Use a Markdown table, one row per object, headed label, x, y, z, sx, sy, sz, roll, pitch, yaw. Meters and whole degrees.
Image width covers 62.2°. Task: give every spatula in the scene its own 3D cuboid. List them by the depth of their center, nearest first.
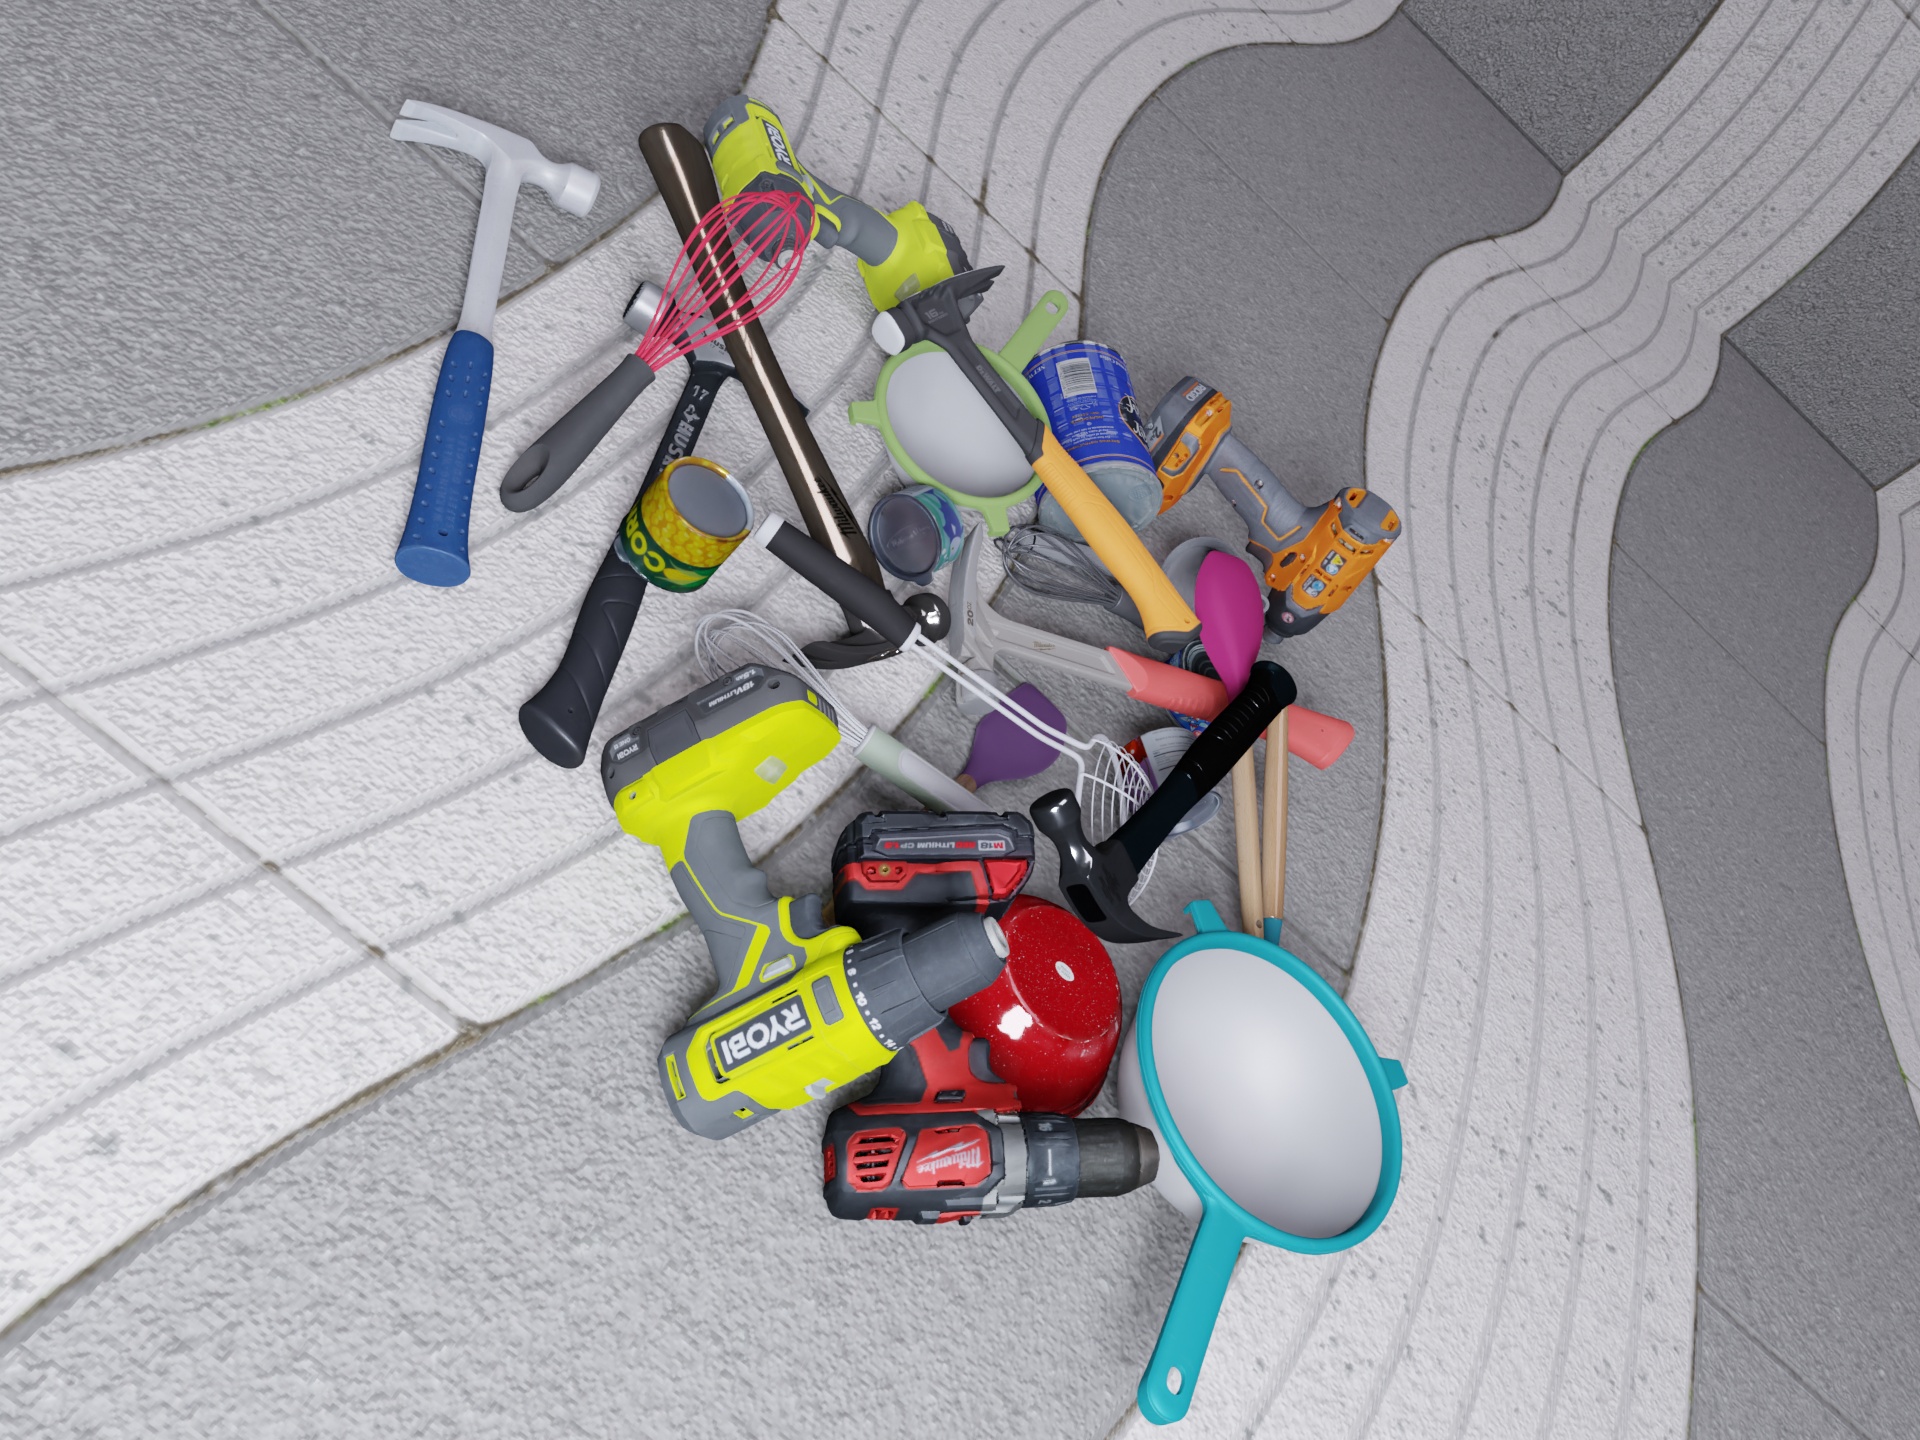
| label | x | y | z | sx | sy | sz | roll | pitch | yaw |
| --- | --- | --- | --- | --- | --- | --- | --- | --- | --- |
| spatula | -0.006 | 0.056 | 1.077 | 0.060 | 0.018 | 0.316 | 45 | 40 | 3 |
| spatula | 0.241 | 0.121 | 1.180 | 0.082 | 0.044 | 0.318 | 14 | 71 | -29 |

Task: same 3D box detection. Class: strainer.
| label | x | y | z | sx | sy | sz | roll | pitch | yaw |
| --- | --- | --- | --- | --- | --- | --- | --- | --- | --- |
| strainer | 0.151 | 0.286 | 0.980 | 0.211 | 0.095 | 0.340 | 40 | 44 | -6 |
| strainer | 0.015 | -0.255 | 1.271 | 0.151 | 0.069 | 0.256 | 38 | 55 | -7 |
| strainer | 0.143 | -0.127 | 1.327 | 0.258 | 0.050 | 0.087 | 12 | 96 | -27 |

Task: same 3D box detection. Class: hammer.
| label | x | y | z | sx | sy | sz | roll | pitch | yaw |
| --- | --- | --- | --- | --- | --- | --- | --- | --- | --- |
| hammer | -0.321 | -0.255 | 1.034 | 0.144 | 0.035 | 0.406 | 20 | 49 | -29 |
| hammer | -0.202 | -0.130 | 1.042 | 0.149 | 0.036 | 0.409 | 30 | 45 | -21 |
| hammer | 0.157 | 0.039 | 1.087 | 0.331 | 0.033 | 0.128 | -40 | 109 | -48 |
| hammer | -0.139 | -0.230 | 1.108 | 0.146 | 0.038 | 0.411 | -18 | 82 | -51 |
| hammer | 0.077 | -0.196 | 1.213 | 0.127 | 0.034 | 0.337 | -35 | 86 | -33 |
| hammer | 0.153 | -0.036 | 1.223 | 0.358 | 0.036 | 0.149 | 15 | 58 | -25 |

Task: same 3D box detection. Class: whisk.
| label | x | y | z | sx | sy | sz | roll | pitch | yaw |
| --- | --- | --- | --- | --- | --- | --- | --- | --- | --- |
| whisk | -0.068 | 0.008 | 1.026 | 0.246 | 0.059 | 0.058 | 36 | 54 | -11 |
| whisk | -0.195 | -0.243 | 1.034 | 0.073 | 0.073 | 0.296 | 41 | 73 | -8 |
| whisk | 0.122 | -0.100 | 1.288 | 0.238 | 0.055 | 0.055 | 23 | 47 | -33 |

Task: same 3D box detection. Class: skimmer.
| label | x | y | z | sx | sy | sz | roll | pitch | yaw |
| --- | --- | --- | --- | --- | --- | --- | --- | --- | --- |
| skimmer | -0.002 | -0.003 | 1.073 | 0.363 | 0.090 | 0.127 | 37 | 40 | -12 |

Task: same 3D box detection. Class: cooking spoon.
| label | x | y | z | sx | sy | sz | roll | pitch | yaw |
| --- | --- | --- | --- | --- | --- | --- | --- | --- | --- |
| cooking spoon | 0.212 | 0.014 | 1.200 | 0.068 | 0.017 | 0.319 | 13 | 64 | -27 |

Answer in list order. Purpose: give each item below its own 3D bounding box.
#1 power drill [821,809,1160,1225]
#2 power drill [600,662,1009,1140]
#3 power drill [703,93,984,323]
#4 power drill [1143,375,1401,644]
| label | x | y | z | sx | sy | sz | roll | pitch | yaw |
| --- | --- | --- | --- | --- | --- | --- | --- | --- | --- |
| power drill | 0.012 | 0.170 | 0.910 | 0.188 | 0.080 | 0.227 | 1 | 65 | -11 |
| power drill | -0.092 | 0.088 | 0.864 | 0.229 | 0.190 | 0.080 | 66 | 10 | 27 |
| power drill | -0.092 | -0.378 | 1.250 | 0.223 | 0.080 | 0.171 | 19 | 41 | -44 |
| power drill | 0.245 | -0.174 | 1.381 | 0.226 | 0.164 | 0.084 | 37 | 41 | 6 |
